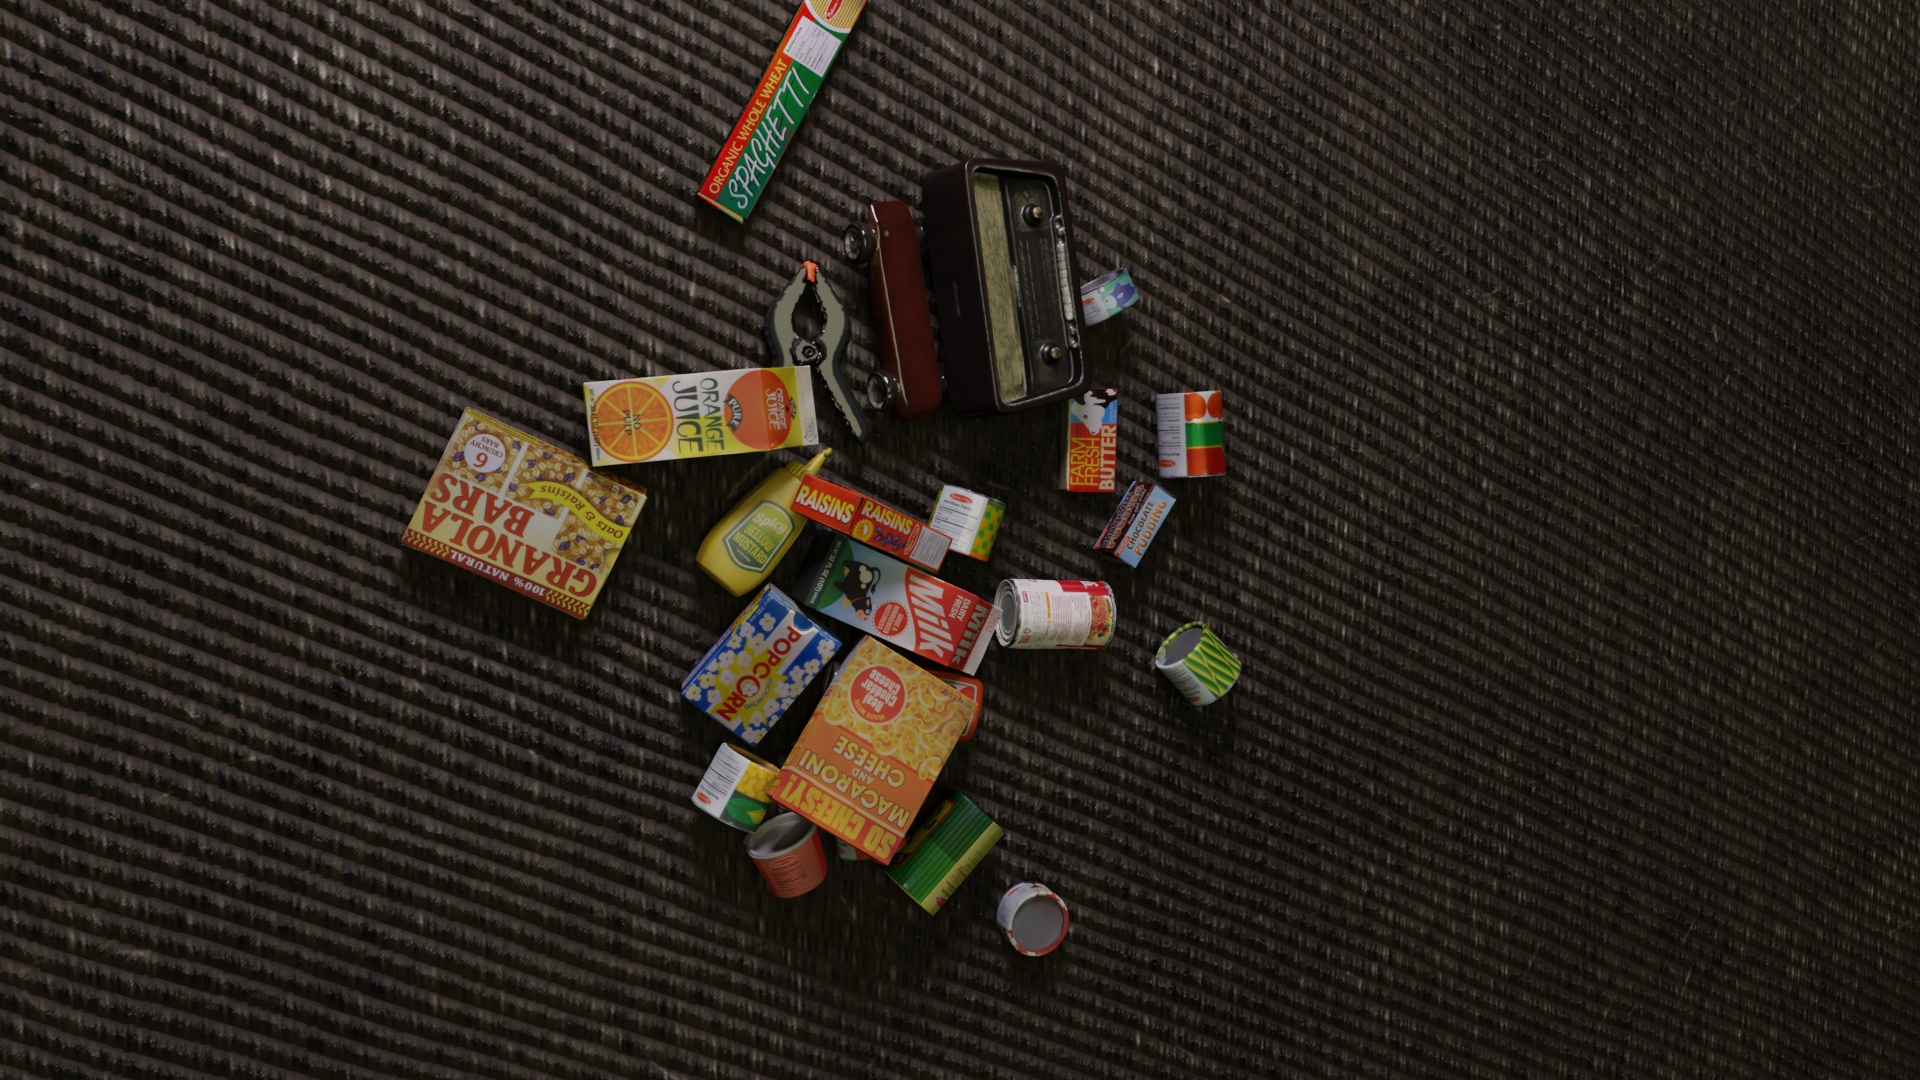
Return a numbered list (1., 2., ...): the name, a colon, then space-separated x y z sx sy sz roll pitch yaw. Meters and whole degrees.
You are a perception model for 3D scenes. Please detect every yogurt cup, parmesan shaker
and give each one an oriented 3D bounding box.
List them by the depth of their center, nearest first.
1. yogurt cup: -0.157 0.291 1.278 0.072 0.072 0.053 -24 110 -16
2. parmesan shaker: -0.016 0.297 1.327 0.071 0.071 0.103 46 78 -16

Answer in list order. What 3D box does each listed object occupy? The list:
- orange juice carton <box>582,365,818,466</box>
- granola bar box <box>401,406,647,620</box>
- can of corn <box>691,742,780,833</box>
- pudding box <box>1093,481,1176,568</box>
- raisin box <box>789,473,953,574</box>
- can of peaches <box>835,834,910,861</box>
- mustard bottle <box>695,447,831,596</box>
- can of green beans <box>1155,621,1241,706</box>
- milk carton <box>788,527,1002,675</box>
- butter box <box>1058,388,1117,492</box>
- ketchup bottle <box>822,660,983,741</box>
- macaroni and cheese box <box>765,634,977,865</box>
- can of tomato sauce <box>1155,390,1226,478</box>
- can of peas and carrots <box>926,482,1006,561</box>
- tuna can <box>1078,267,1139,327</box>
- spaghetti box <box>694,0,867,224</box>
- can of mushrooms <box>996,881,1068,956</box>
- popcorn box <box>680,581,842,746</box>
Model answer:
1. orange juice carton: -0.222 -0.109 1.204 0.193 0.073 0.071 -6 96 -7
2. granola bar box: -0.370 -0.022 1.184 0.165 0.039 0.124 26 96 -19
3. can of corn: -0.199 0.224 1.258 0.071 0.071 0.058 30 84 -18
4. pudding box: 0.173 -0.017 1.377 0.030 0.049 0.084 35 83 -20
5. raisin box: -0.079 -0.015 1.247 0.123 0.086 0.040 25 88 -46
6. can of peaches: -0.085 0.260 1.299 0.071 0.071 0.058 -12 97 -18
7. mustard bottle: -0.170 -0.025 1.258 0.065 0.049 0.160 42 80 -19
8. can of green beans: 0.239 0.124 1.400 0.071 0.071 0.057 -46 106 -10
9. milk carton: -0.054 0.059 1.291 0.190 0.073 0.072 26 86 -19
10. butter box: 0.126 -0.099 1.368 0.053 0.024 0.103 0 93 -18
11. ketchup bottle: -0.055 0.147 1.313 0.149 0.043 0.064 14 86 -19
12. macaroni and cheese box: -0.079 0.188 1.250 0.123 0.040 0.167 33 72 -9
13. can of tomato sauce: 0.230 -0.106 1.382 0.071 0.071 0.083 -5 95 -18
14. can of peas and carrots: 0.005 -0.016 1.312 0.071 0.071 0.058 20 88 -19
15. tuna can: 0.139 -0.235 1.343 0.071 0.071 0.032 -31 104 -14
16. spaghetti box: -0.159 -0.402 1.248 0.050 0.028 0.250 29 84 -18
17. can of mushrooms: 0.074 0.376 1.378 0.071 0.033 0.071 -1 93 -19
18. popcorn box: -0.181 0.112 1.258 0.085 0.038 0.126 40 93 -16
